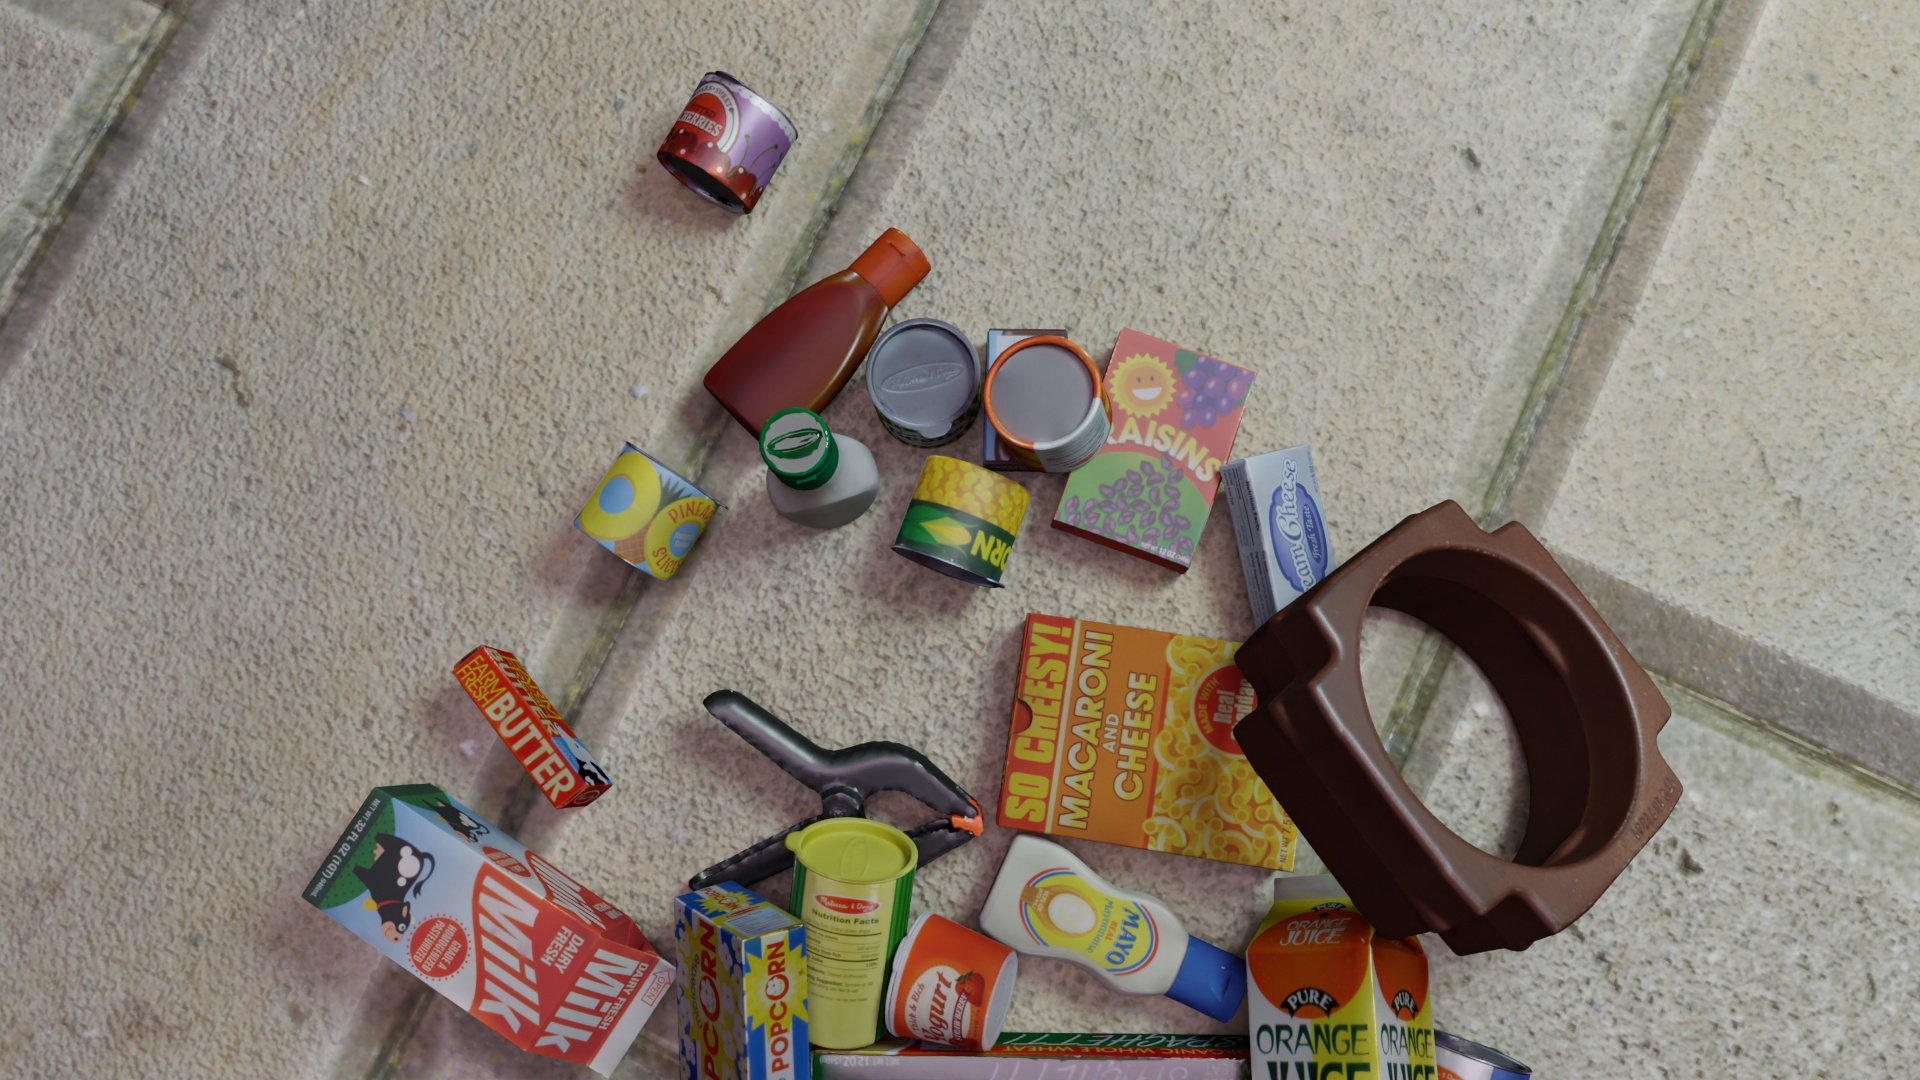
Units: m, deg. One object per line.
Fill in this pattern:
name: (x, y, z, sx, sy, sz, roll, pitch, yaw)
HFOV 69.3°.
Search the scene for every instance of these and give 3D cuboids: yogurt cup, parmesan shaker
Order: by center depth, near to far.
yogurt cup: (-0.003, 0.240, 0.750, 0.054, 0.072, 0.072, 12, 82, 18)
parmesan shaker: (-0.065, 0.212, 0.754, 0.071, 0.071, 0.102, 9, 107, 3)

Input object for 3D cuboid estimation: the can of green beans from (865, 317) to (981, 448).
can of green beans: (-0.021, -0.091, 0.819, 0.071, 0.057, 0.071, 0, 82, 2)

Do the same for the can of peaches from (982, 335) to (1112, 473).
can of peaches: (0.048, -0.077, 0.778, 0.071, 0.058, 0.071, -2, 80, 11)

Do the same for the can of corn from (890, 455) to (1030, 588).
can of corn: (0.003, -0.010, 0.801, 0.071, 0.071, 0.058, 20, 83, 5)

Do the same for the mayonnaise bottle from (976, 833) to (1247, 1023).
mayonnaise bottle: (0.087, 0.220, 0.776, 0.148, 0.041, 0.065, 24, 75, 6)

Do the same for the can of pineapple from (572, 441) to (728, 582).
can of pineapple: (-0.181, -0.015, 0.808, 0.071, 0.071, 0.058, 32, 85, 6)

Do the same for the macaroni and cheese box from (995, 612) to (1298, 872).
macaroni and cheese box: (0.111, 0.113, 0.792, 0.166, 0.040, 0.124, 8, 80, 3)

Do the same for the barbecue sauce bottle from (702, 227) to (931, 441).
barbecue sauce bottle: (-0.081, -0.125, 0.833, 0.065, 0.043, 0.148, 44, 85, 7)

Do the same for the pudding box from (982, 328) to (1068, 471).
pudding box: (0.039, -0.083, 0.830, 0.050, 0.030, 0.084, 1, 82, 1)

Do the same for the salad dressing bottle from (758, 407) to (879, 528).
salad dressing bottle: (-0.080, -0.039, 0.767, 0.064, 0.147, 0.044, -16, 82, -1)

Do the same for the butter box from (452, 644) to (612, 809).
butter box: (-0.246, 0.108, 0.798, 0.024, 0.053, 0.103, -39, 82, -5)

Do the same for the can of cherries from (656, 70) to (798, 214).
can of cherries: (-0.142, -0.240, 0.839, 0.071, 0.071, 0.058, 30, 84, 6)

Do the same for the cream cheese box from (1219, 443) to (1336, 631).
cream cheese box: (0.185, 0.000, 0.797, 0.053, 0.024, 0.103, -13, 91, -30)

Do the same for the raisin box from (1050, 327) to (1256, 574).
raisin box: (0.114, -0.053, 0.819, 0.086, 0.040, 0.123, 19, 84, 5)

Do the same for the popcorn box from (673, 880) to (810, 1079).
popcorn box: (-0.117, 0.257, 0.742, 0.038, 0.085, 0.126, -4, 95, -35)

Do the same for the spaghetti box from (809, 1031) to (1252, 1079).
spaghetti box: (0.044, 0.290, 0.763, 0.250, 0.050, 0.028, 1, 84, 2)

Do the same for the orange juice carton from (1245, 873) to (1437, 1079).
orange juice carton: (0.199, 0.270, 0.720, 0.071, 0.073, 0.193, -16, 62, 37)

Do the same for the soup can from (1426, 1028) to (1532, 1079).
soup can: (0.264, 0.313, 0.747, 0.071, 0.071, 0.084, 17, 84, 4)

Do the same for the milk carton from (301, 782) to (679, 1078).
milk carton: (-0.254, 0.216, 0.772, 0.191, 0.073, 0.072, 33, 84, 6)
